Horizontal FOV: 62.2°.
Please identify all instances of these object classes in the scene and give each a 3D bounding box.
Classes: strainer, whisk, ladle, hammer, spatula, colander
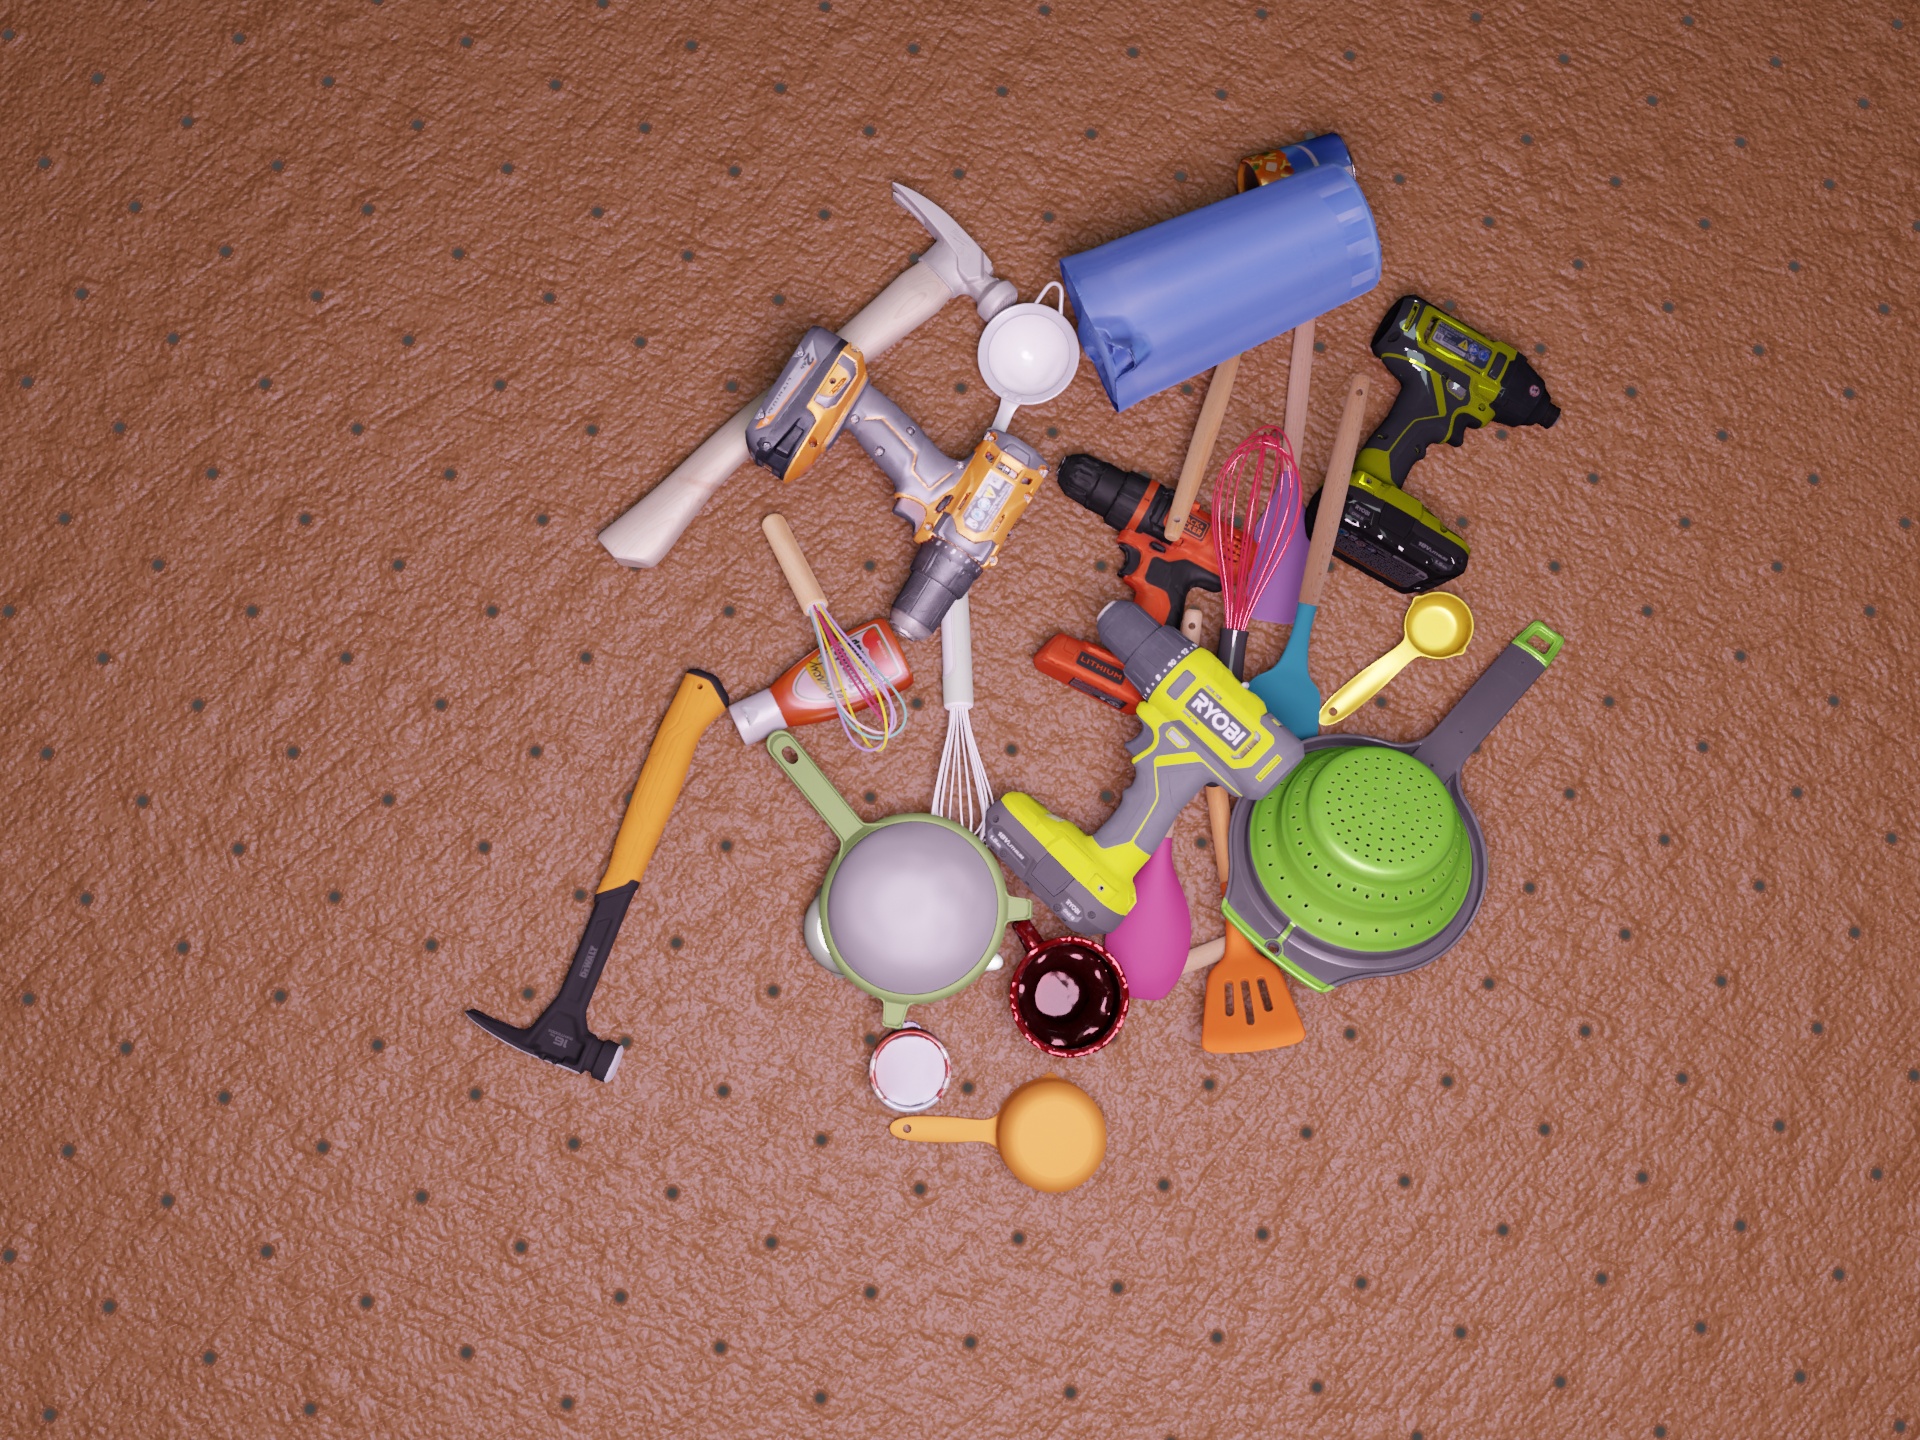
[{"bbox_3d":[0.032,-0.249,1.355,0.087,0.050,0.258,23,87,7],"label":"strainer"},{"bbox_3d":[-0.107,-0.077,1.286,0.051,0.047,0.245,-26,62,-4],"label":"whisk"},{"bbox_3d":[0.283,0.161,1.309,0.320,0.062,0.078,-21,83,1],"label":"ladle"},{"bbox_3d":[-0.149,-0.284,1.353,0.410,0.038,0.146,-42,84,-7],"label":"hammer"},{"bbox_3d":[0.225,-0.092,1.284,0.073,0.073,0.296,9,92,-1],"label":"whisk"},{"bbox_3d":[0.289,-0.238,1.374,0.059,0.018,0.316,7,82,-4],"label":"spatula"},{"bbox_3d":[-0.277,0.113,1.290,0.127,0.034,0.337,22,81,0],"label":"hammer"},{"bbox_3d":[-0.002,-0.004,1.314,0.059,0.058,0.246,6,75,-32],"label":"whisk"},{"bbox_3d":[0.285,-0.121,1.290,0.082,0.044,0.317,13,100,5],"label":"spatula"},{"bbox_3d":[-0.074,0.103,1.240,0.151,0.069,0.256,-40,78,-2],"label":"strainer"},{"bbox_3d":[0.371,0.035,1.259,0.205,0.094,0.397,40,68,17],"label":"colander"},{"bbox_3d":[0.215,0.106,1.288,0.081,0.041,0.323,-8,73,9],"label":"spatula"}]

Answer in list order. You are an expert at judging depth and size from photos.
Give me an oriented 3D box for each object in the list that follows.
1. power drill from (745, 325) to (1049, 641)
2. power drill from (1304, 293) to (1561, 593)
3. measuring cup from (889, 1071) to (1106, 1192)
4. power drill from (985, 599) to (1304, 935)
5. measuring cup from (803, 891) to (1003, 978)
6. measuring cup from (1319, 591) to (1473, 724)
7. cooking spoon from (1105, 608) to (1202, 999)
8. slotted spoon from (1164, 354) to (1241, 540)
[{"bbox_3d":[-0.065,-0.189,1.293,0.226,0.084,0.185,32,87,-6],"label":"power drill"},{"bbox_3d":[0.402,-0.228,1.349,0.171,0.080,0.223,29,78,-5],"label":"power drill"},{"bbox_3d":[0.031,0.328,1.261,0.173,0.052,0.095,3,82,-4],"label":"measuring cup"},{"bbox_3d":[0.128,0.037,1.251,0.191,0.080,0.228,45,100,13],"label":"power drill"},{"bbox_3d":[-0.046,0.178,1.286,0.167,0.038,0.083,13,81,2],"label":"measuring cup"},{"bbox_3d":[0.365,-0.048,1.351,0.156,0.029,0.062,-40,83,5],"label":"measuring cup"},{"bbox_3d":[0.167,0.068,1.287,0.069,0.017,0.319,8,91,7],"label":"cooking spoon"},{"bbox_3d":[0.224,-0.288,1.345,0.070,0.031,0.314,18,71,8],"label":"slotted spoon"}]
